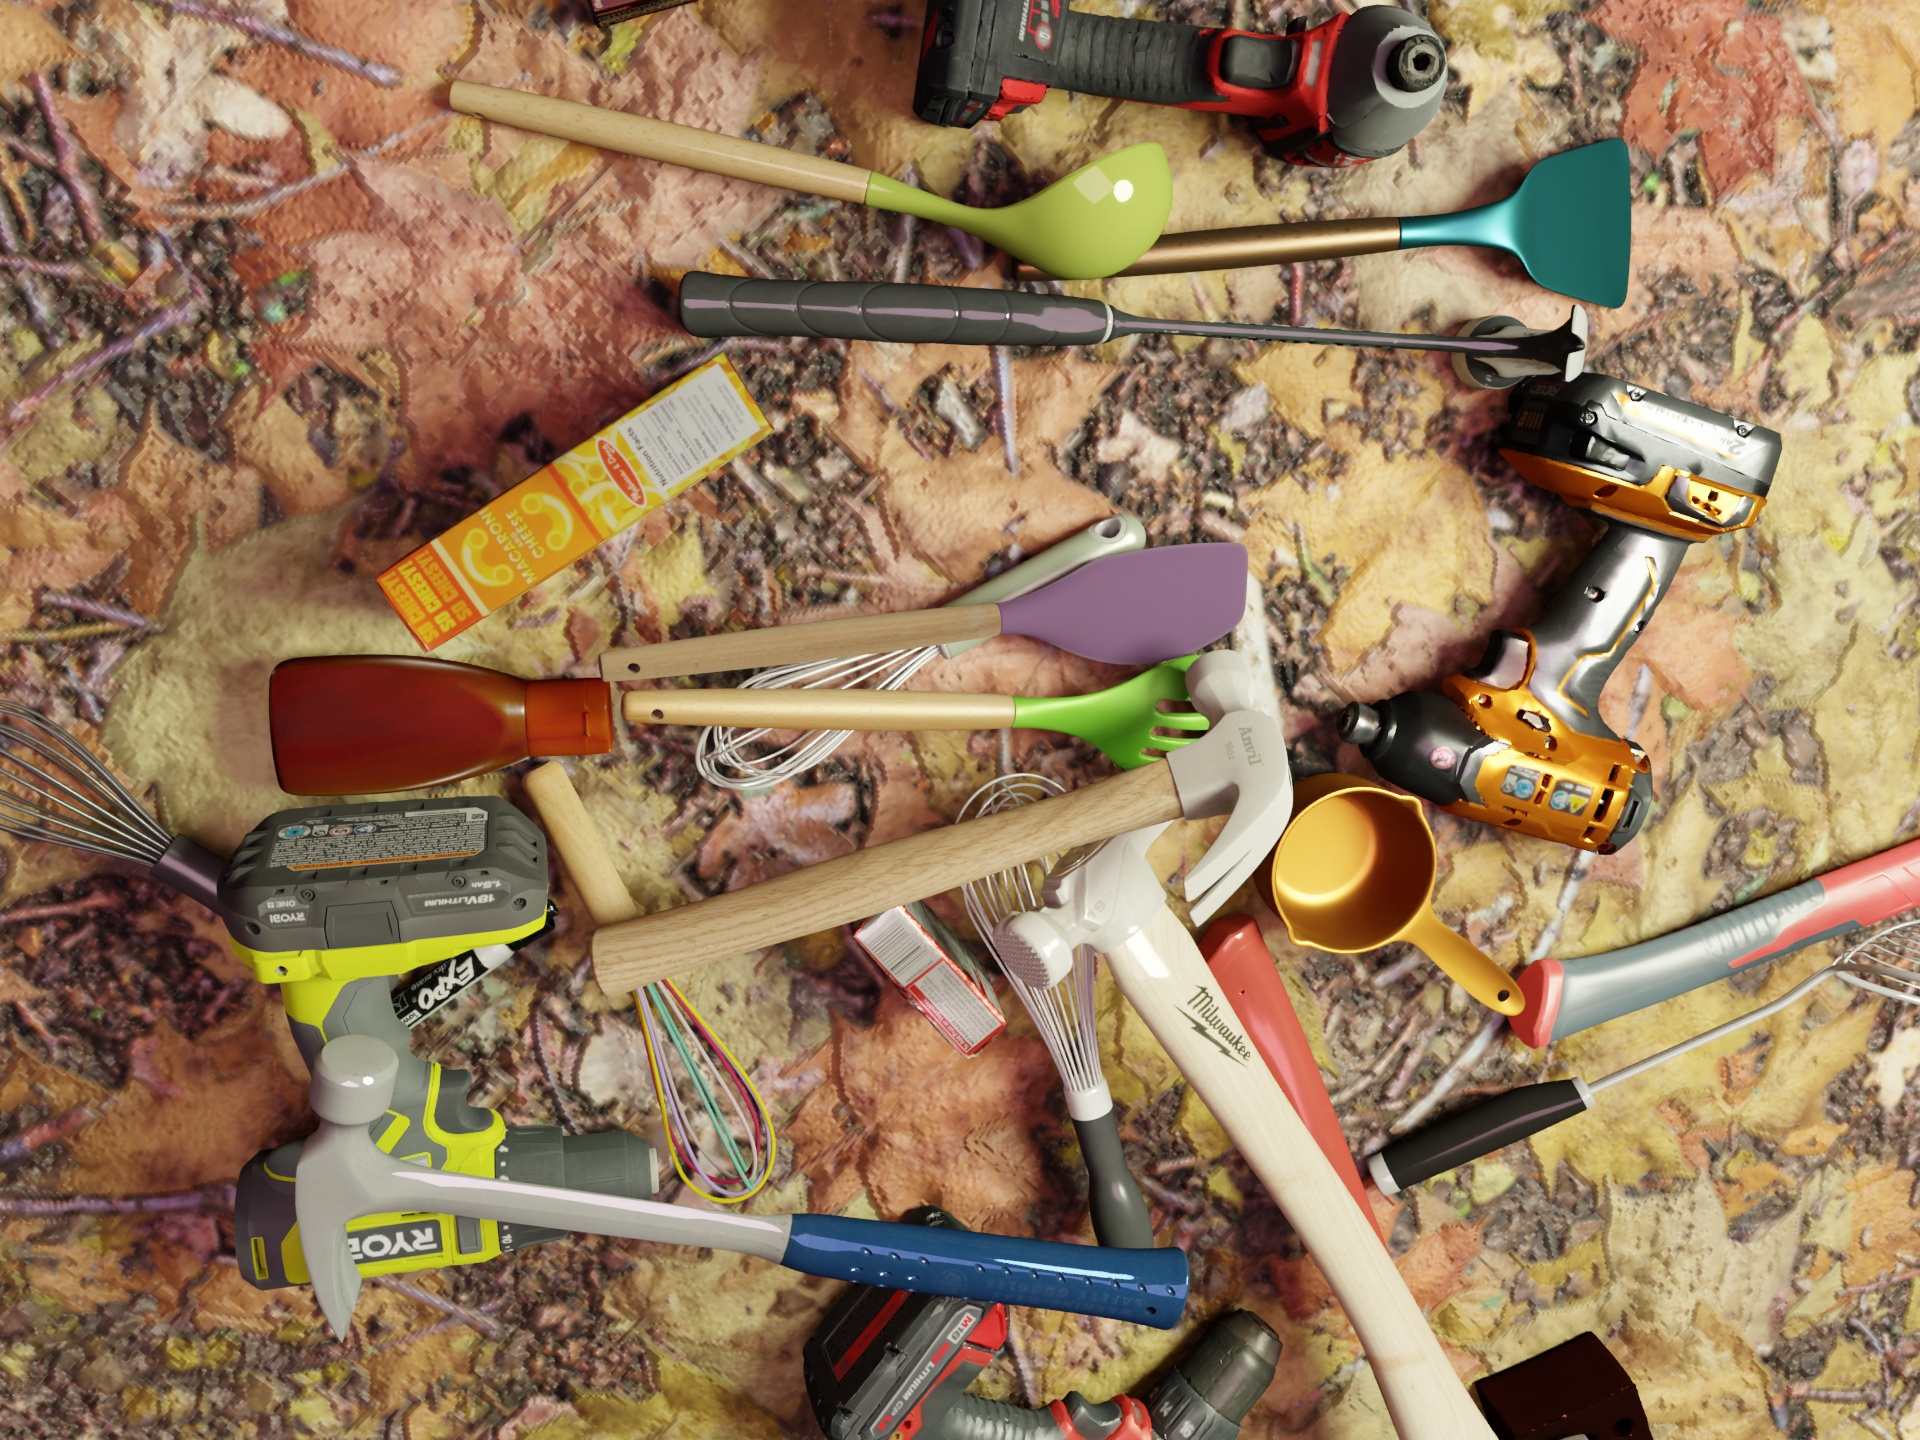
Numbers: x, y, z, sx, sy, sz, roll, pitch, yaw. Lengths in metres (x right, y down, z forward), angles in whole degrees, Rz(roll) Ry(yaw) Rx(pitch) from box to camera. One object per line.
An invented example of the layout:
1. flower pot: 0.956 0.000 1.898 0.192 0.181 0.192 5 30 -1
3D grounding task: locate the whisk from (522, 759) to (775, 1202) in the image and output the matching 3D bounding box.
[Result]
1. whisk: -0.155 0.133 0.781 0.047 0.051 0.245 -24 101 2

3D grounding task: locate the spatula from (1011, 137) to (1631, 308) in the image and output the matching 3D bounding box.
1. spatula: 0.181 -0.230 0.770 0.317 0.044 0.082 -5 102 -3

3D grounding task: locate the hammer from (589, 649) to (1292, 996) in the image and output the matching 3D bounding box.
1. hammer: -0.012 0.066 0.721 0.331 0.130 0.031 -18 133 7

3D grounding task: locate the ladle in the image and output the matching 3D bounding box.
1. ladle: -0.064 -0.253 0.704 0.320 0.078 0.062 12 90 -2

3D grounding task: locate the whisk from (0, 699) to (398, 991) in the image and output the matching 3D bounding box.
1. whisk: -0.366 0.064 0.732 0.238 0.055 0.055 36 94 -19

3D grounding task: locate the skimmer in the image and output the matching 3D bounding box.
1. skimmer: 0.397 0.197 0.831 0.363 0.127 0.090 -27 71 12

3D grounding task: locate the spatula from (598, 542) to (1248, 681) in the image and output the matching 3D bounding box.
1. spatula: -0.007 -0.042 0.738 0.316 0.018 0.059 -7 114 -18

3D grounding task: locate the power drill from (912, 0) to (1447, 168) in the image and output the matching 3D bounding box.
1. power drill: 0.096 -0.285 0.683 0.219 0.143 0.078 7 103 -8

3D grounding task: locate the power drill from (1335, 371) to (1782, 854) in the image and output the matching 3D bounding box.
1. power drill: 0.292 -0.055 0.795 0.164 0.084 0.226 15 103 -11

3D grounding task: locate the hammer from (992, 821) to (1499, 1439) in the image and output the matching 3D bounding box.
1. hammer: 0.174 0.221 0.788 0.146 0.038 0.410 -39 104 -27

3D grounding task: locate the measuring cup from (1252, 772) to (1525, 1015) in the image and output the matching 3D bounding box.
1. measuring cup: 0.225 0.096 0.830 0.173 0.052 0.095 38 93 -16

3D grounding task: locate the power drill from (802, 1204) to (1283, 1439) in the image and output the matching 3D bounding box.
1. power drill: 0.051 0.353 0.844 0.226 0.080 0.188 42 86 -19

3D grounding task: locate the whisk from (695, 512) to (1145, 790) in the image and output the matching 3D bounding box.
1. whisk: -0.018 -0.035 0.770 0.246 0.058 0.059 -29 139 -5

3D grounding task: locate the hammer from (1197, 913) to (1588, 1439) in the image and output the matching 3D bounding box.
1. hammer: 0.213 0.268 0.845 0.149 0.037 0.359 -22 97 2

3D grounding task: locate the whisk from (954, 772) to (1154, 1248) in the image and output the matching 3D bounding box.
1. whisk: 0.058 0.161 0.804 0.070 0.070 0.284 -17 103 -5

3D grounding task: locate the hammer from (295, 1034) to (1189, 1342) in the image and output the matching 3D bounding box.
1. hammer: -0.093 0.240 0.728 0.405 0.035 0.144 12 112 -12

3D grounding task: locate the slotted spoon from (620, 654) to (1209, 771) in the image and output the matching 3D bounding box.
1. slotted spoon: -0.001 -0.002 0.748 0.313 0.031 0.070 1 121 -21

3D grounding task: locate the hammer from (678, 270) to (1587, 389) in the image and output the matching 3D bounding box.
1. hammer: 0.079 -0.178 0.720 0.409 0.149 0.036 2 101 -3

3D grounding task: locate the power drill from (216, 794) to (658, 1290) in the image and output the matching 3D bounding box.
1. power drill: -0.240 0.155 0.736 0.190 0.080 0.228 -4 113 -14

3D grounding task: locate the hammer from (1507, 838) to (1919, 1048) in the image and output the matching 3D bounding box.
1. hammer: 0.489 0.115 0.883 0.386 0.038 0.143 -20 106 -5
